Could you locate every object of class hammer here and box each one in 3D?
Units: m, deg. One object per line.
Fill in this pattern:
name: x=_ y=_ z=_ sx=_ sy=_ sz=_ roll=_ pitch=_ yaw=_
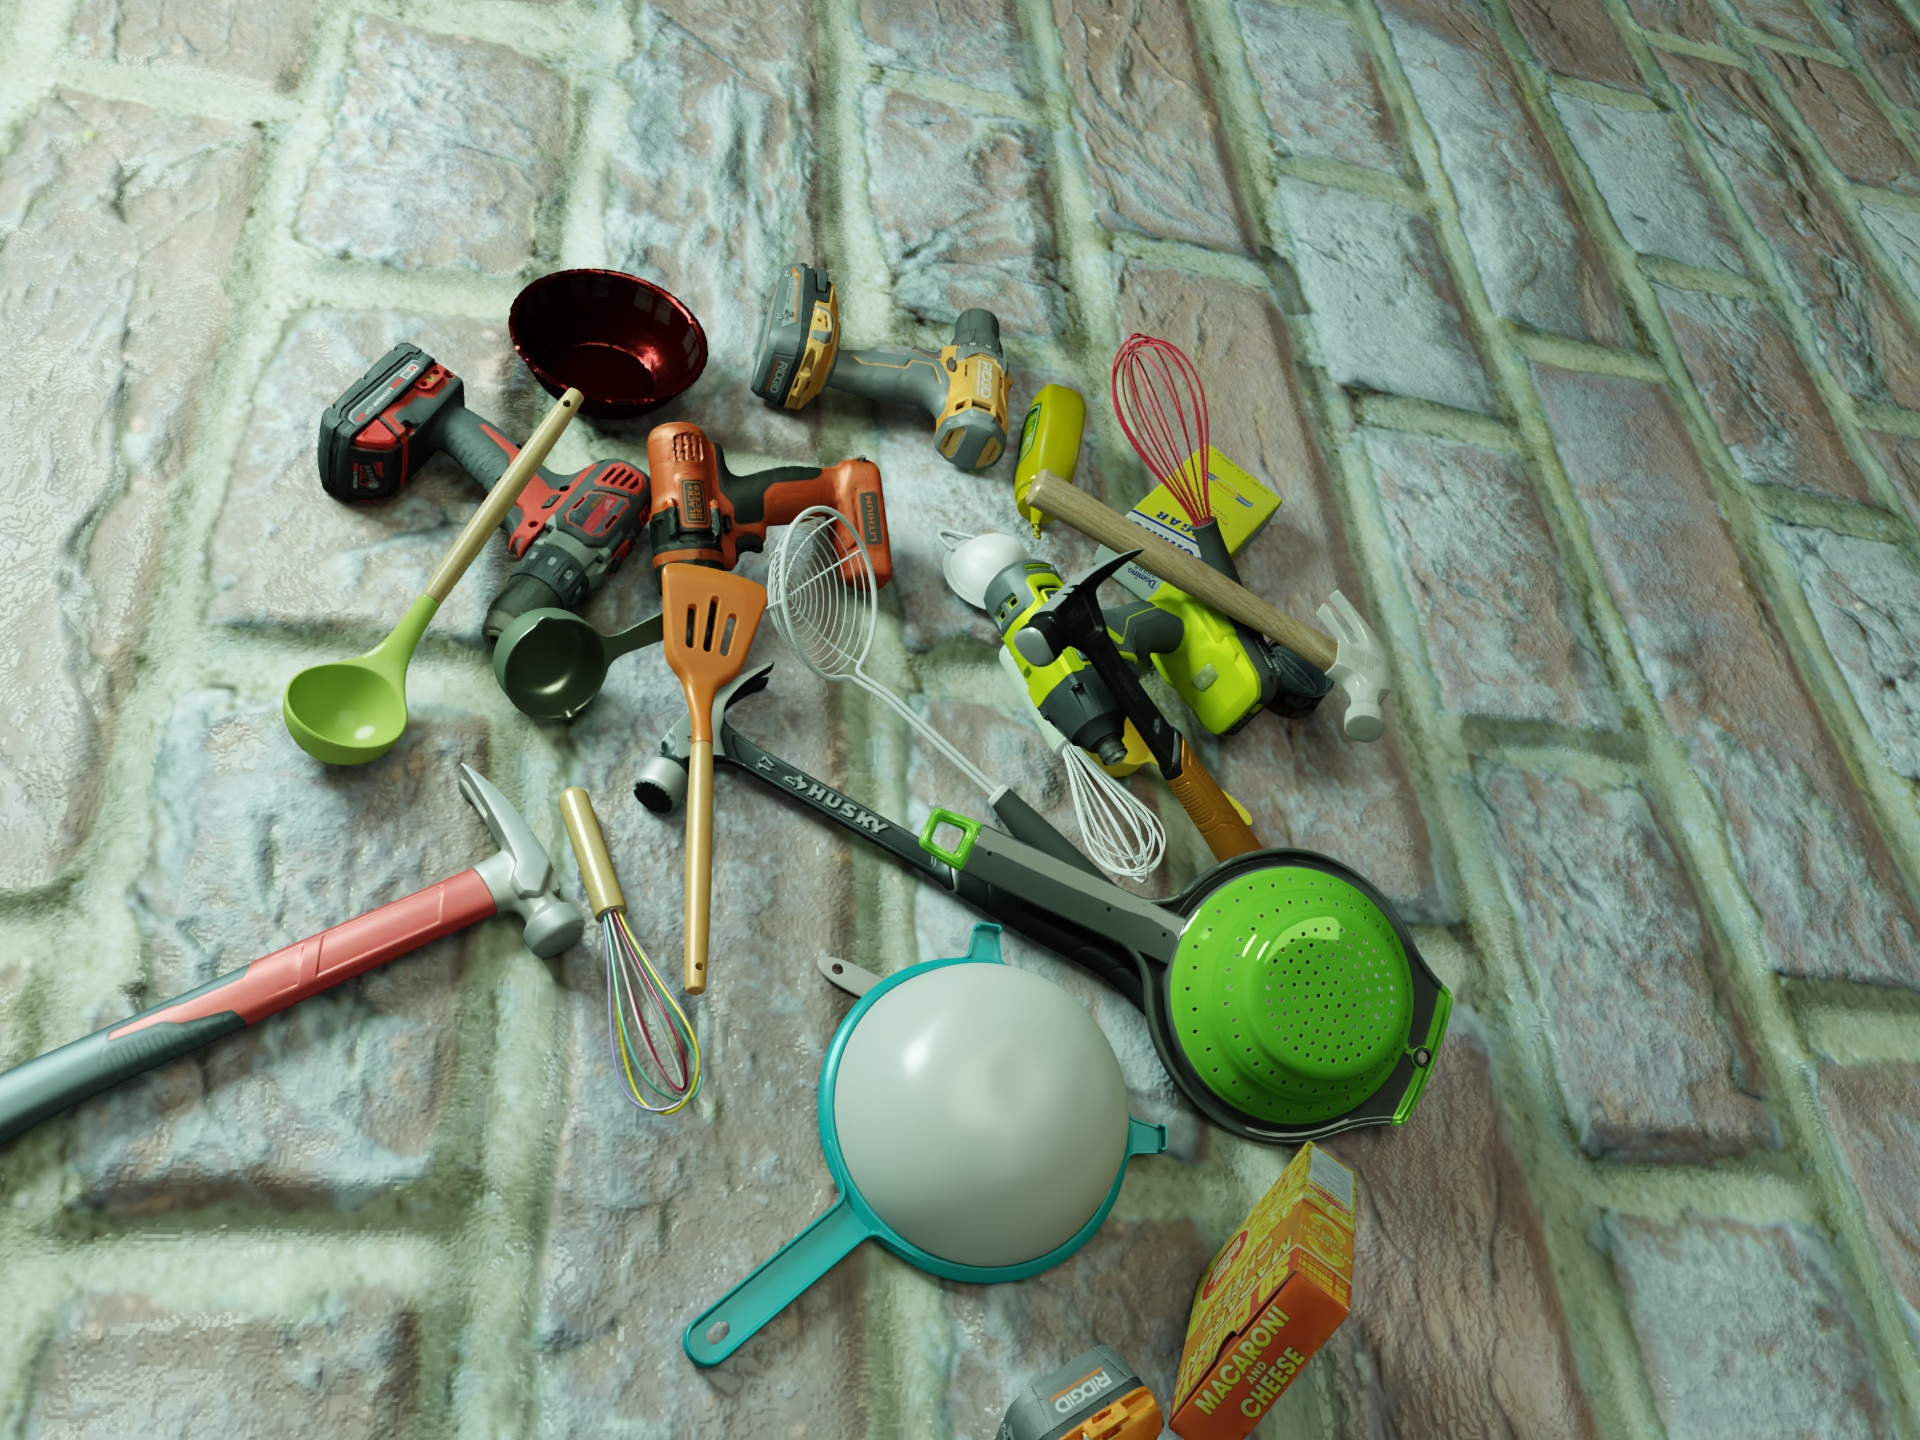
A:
hammer: x=-0.428 y=0.150 z=0.941 sx=0.386 sy=0.038 sz=0.143 roll=-25 pitch=65 yaw=-33
hammer: x=0.200 y=-0.107 z=1.259 sx=0.331 sy=0.031 sz=0.130 roll=29 pitch=43 yaw=-10
hammer: x=-0.022 y=0.095 z=1.139 sx=0.409 sy=0.036 sz=0.149 roll=29 pitch=49 yaw=1
hammer: x=0.170 y=0.039 z=1.156 sx=0.127 sy=0.034 sz=0.336 roll=-42 pitch=104 yaw=-34

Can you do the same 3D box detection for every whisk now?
whisk: x=0.196 y=-0.182 z=1.320 sx=0.073 sy=0.073 sz=0.295 roll=-40 pitch=115 yaw=-38
whisk: x=0.086 y=0.026 z=1.211 sx=0.058 sy=0.059 sz=0.247 roll=-18 pitch=51 yaw=-13
whisk: x=-0.215 y=0.142 z=1.026 sx=0.051 sy=0.047 sz=0.245 roll=1 pitch=49 yaw=-38

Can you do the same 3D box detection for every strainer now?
strainer: x=0.074 y=-0.080 z=1.304 sx=0.087 sy=0.050 sz=0.258 roll=-33 pitch=74 yaw=-34
strainer: x=-0.022 y=0.264 z=0.962 sx=0.340 sy=0.095 sz=0.211 roll=-33 pitch=76 yaw=-33

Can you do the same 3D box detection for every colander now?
colander: x=0.160 y=0.151 z=1.070 sx=0.397 sy=0.094 sz=0.204 roll=25 pitch=78 yaw=-3

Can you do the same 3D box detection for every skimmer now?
skimmer: x=-0.002 y=-0.004 z=1.161 sx=0.363 sy=0.090 sz=0.127 roll=43 pitch=34 yaw=4

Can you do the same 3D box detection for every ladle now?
ladle: x=-0.349 y=-0.108 z=1.090 sx=0.078 sy=0.062 sz=0.320 roll=31 pitch=71 yaw=-6

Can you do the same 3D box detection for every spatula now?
spatula: x=-0.173 y=0.033 z=1.074 sx=0.081 sy=0.041 sz=0.323 roll=13 pitch=50 yaw=-24

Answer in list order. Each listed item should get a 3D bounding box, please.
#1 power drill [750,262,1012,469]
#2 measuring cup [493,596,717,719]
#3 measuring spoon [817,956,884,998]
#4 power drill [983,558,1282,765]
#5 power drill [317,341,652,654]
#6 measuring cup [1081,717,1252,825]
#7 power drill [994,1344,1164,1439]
power drill: x=-0.061 y=-0.328 z=1.415 sx=0.226 sy=0.084 sz=0.186 roll=16 pitch=50 yaw=-15
measuring cup: x=-0.254 y=-0.060 z=1.136 sx=0.167 sy=0.083 sz=0.038 roll=-26 pitch=37 yaw=-28
measuring spoon: x=-0.039 y=0.187 z=1.072 sx=0.124 sy=0.018 sz=0.034 roll=26 pitch=50 yaw=-1
power drill: x=0.140 y=-0.045 z=1.241 sx=0.223 sy=0.080 sz=0.171 roll=-5 pitch=57 yaw=-41
power drill: x=-0.360 y=-0.160 z=1.178 sx=0.226 sy=0.080 sz=0.188 roll=30 pitch=53 yaw=-2
measuring cup: x=0.161 y=0.045 z=1.256 sx=0.156 sy=0.029 sz=0.062 roll=34 pitch=45 yaw=-8
power drill: x=0.105 y=0.470 z=0.842 sx=0.084 sy=0.164 sz=0.227 roll=-19 pitch=51 yaw=-31
